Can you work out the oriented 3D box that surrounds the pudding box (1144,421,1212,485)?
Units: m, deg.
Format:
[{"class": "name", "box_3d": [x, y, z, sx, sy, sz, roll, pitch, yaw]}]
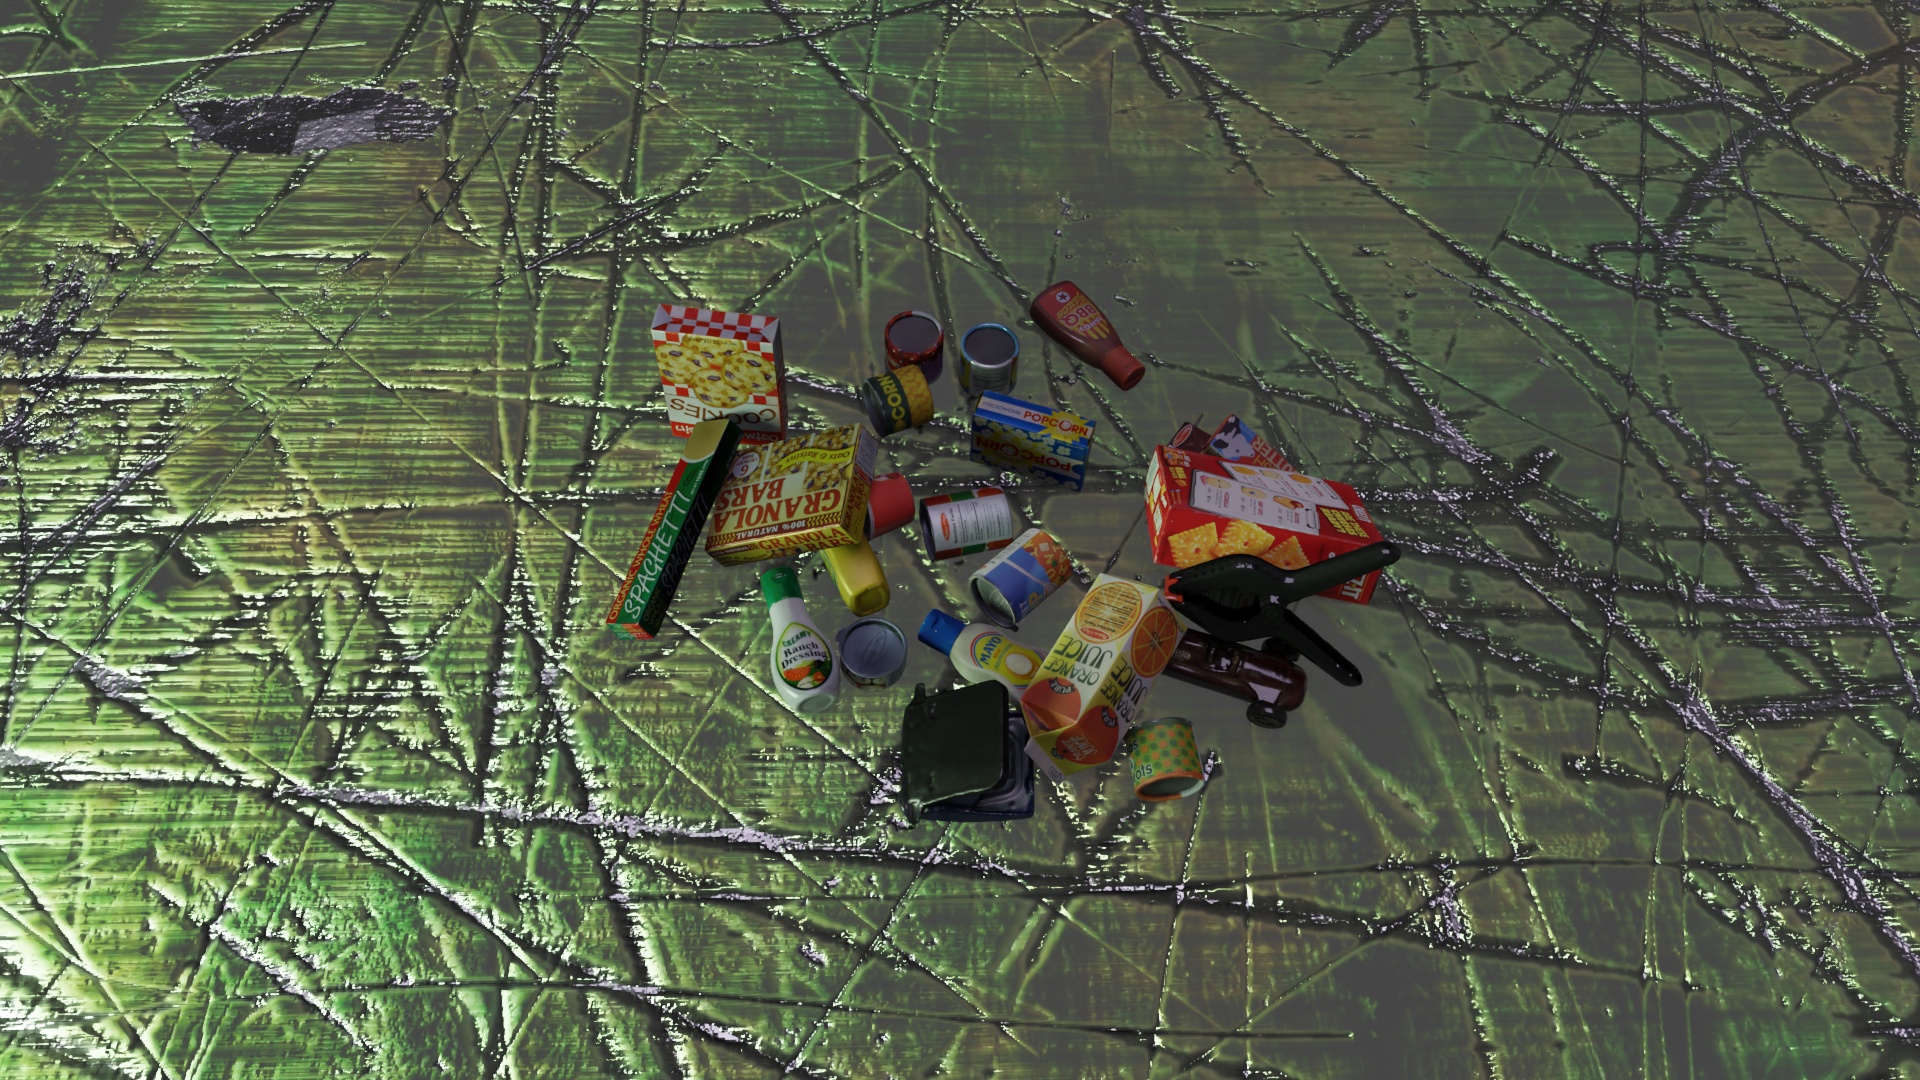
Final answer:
[{"class": "pudding box", "box_3d": [0.240, -0.083, 1.491, 0.050, 0.030, 0.084, 31, 61, 17]}]

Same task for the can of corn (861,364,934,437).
[{"class": "can of corn", "box_3d": [-0.067, -0.151, 1.494, 0.058, 0.070, 0.071, -20, 61, -15]}]

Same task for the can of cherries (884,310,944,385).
[{"class": "can of cherries", "box_3d": [-0.053, -0.210, 1.539, 0.071, 0.058, 0.072, 2, 57, -2]}]

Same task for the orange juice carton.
[{"class": "orange juice carton", "box_3d": [0.124, 0.132, 1.288, 0.073, 0.071, 0.193, 16, 65, 43]}]

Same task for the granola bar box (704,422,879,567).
[{"class": "granola bar box", "box_3d": [-0.170, -0.045, 1.395, 0.165, 0.039, 0.125, -10, 54, 27]}]

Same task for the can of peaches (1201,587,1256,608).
[{"class": "can of peaches", "box_3d": [0.265, 0.049, 1.389, 0.058, 0.071, 0.071, 16, 58, 7]}]

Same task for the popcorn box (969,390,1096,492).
[{"class": "popcorn box", "box_3d": [0.075, -0.104, 1.463, 0.127, 0.084, 0.038, 17, 58, 8]}]

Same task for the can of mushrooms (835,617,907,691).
[{"class": "can of mushrooms", "box_3d": [-0.087, 0.110, 1.350, 0.071, 0.033, 0.071, 1, 58, -2]}]

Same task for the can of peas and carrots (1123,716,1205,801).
[{"class": "can of peas and carrots", "box_3d": [0.187, 0.203, 1.285, 0.071, 0.070, 0.059, -5, 59, -6]}]

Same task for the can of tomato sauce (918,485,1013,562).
[{"class": "can of tomato sauce", "box_3d": [0.005, -0.018, 1.418, 0.083, 0.070, 0.071, -11, 59, -10]}]

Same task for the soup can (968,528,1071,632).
[{"class": "soup can", "box_3d": [0.062, 0.039, 1.384, 0.084, 0.071, 0.071, -38, 67, -24]}]

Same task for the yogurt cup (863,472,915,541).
[{"class": "yogurt cup", "box_3d": [-0.082, -0.038, 1.427, 0.054, 0.072, 0.072, -16, 60, -22]}]

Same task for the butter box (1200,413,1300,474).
[{"class": "butter box", "box_3d": [0.310, -0.081, 1.477, 0.103, 0.024, 0.053, 41, 63, -3]}]

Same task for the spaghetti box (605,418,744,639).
[{"class": "spaghetti box", "box_3d": [-0.286, -0.015, 1.400, 0.050, 0.028, 0.251, -3, 56, 34]}]

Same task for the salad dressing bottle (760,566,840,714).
[{"class": "salad dressing bottle", "box_3d": [-0.160, 0.095, 1.349, 0.064, 0.043, 0.148, -16, 60, -10]}]

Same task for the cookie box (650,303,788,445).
[{"class": "cookie box", "box_3d": [-0.246, -0.166, 1.438, 0.123, 0.166, 0.040, 7, 55, 2]}]

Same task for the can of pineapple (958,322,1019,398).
[{"class": "can of pineapple", "box_3d": [0.031, -0.200, 1.537, 0.071, 0.057, 0.071, 1, 58, -2]}]

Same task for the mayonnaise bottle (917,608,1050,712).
[{"class": "mayonnaise bottle", "box_3d": [0.030, 0.115, 1.348, 0.148, 0.041, 0.065, 27, 64, 13]}]

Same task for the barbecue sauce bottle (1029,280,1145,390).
[{"class": "barbecue sauce bottle", "box_3d": [0.147, -0.229, 1.571, 0.065, 0.043, 0.149, -32, 65, -22]}]

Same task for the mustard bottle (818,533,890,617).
[{"class": "mustard bottle", "box_3d": [-0.121, 0.002, 1.402, 0.049, 0.065, 0.161, -24, 55, -10]}]
